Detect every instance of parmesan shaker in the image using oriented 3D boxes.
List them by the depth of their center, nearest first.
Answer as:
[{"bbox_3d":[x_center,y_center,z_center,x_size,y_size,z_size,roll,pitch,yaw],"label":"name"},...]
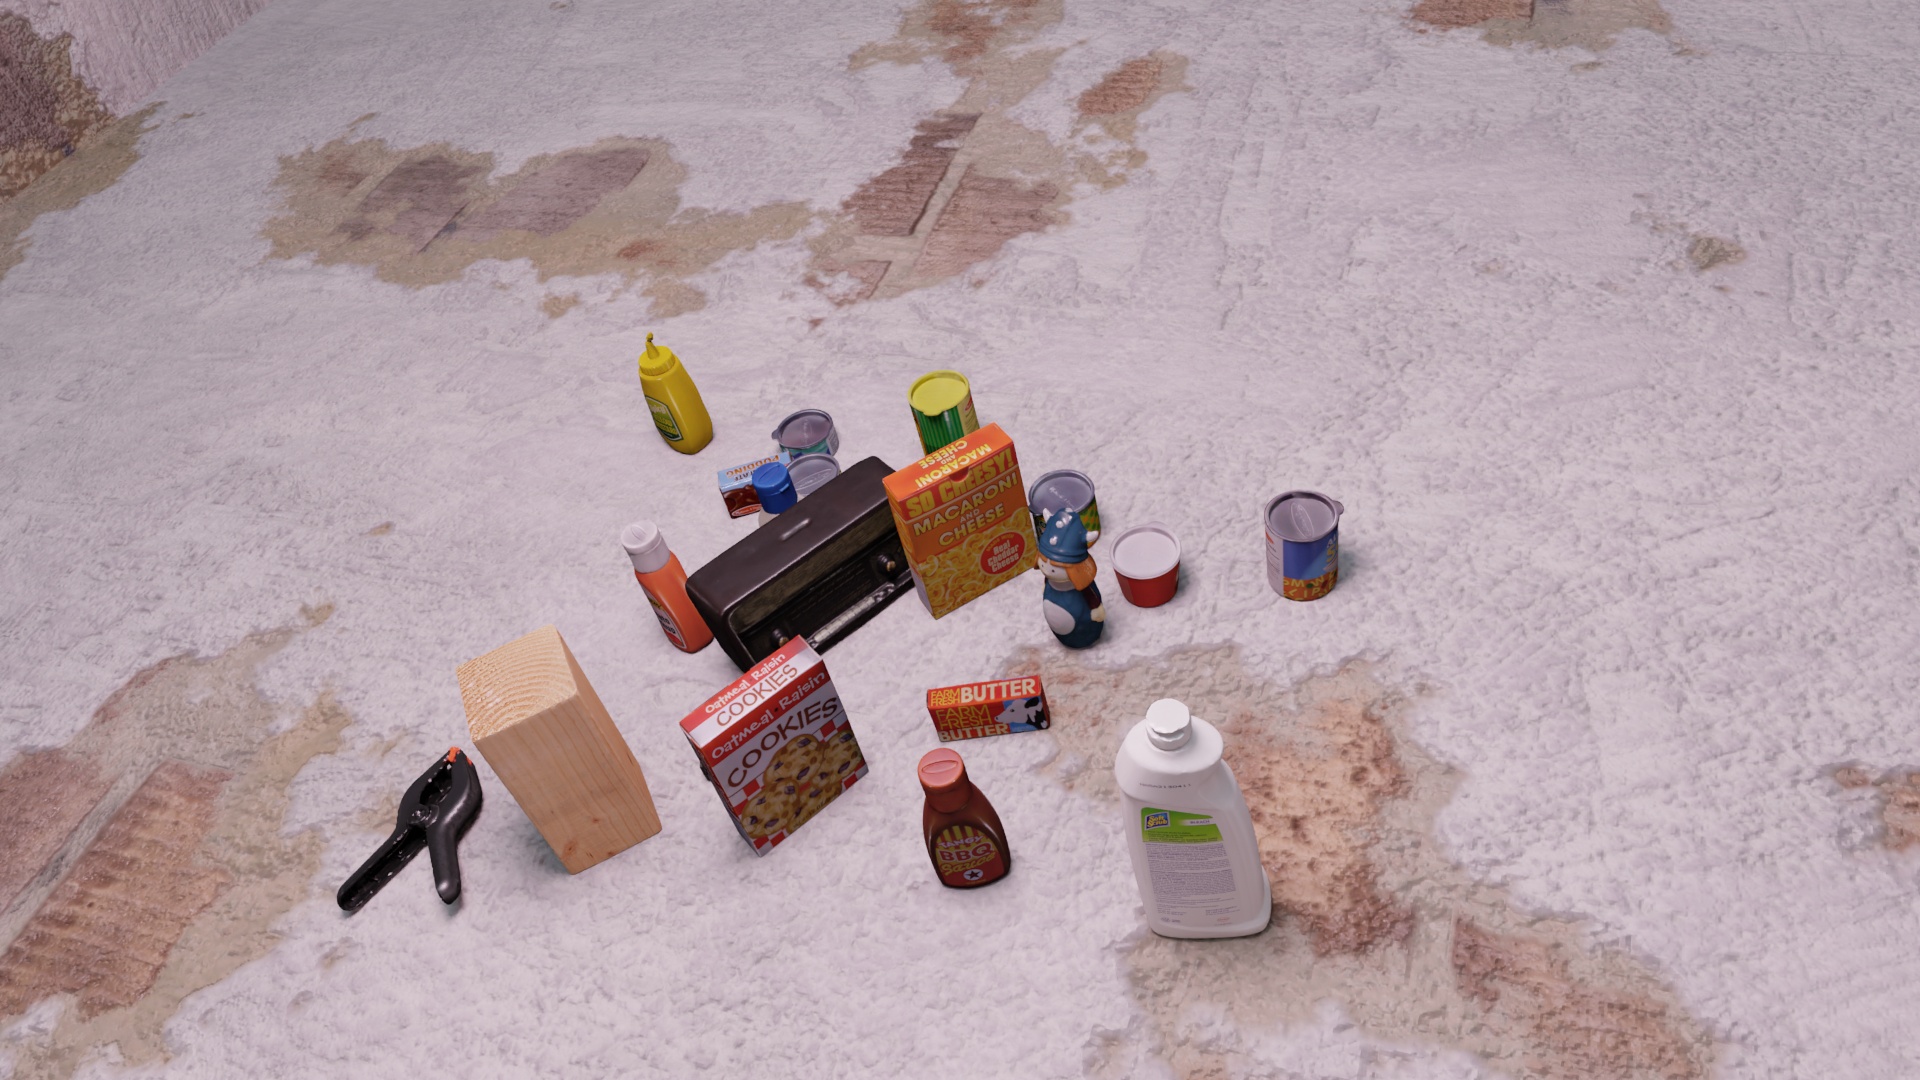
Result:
[{"bbox_3d":[-0.014,-0.119,1.473,0.071,0.102,0.072,-8,45,8],"label":"parmesan shaker"}]

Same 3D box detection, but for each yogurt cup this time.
[{"bbox_3d":[0.177,0.026,1.316,0.072,0.053,0.073,-7,45,8],"label":"yogurt cup"}]

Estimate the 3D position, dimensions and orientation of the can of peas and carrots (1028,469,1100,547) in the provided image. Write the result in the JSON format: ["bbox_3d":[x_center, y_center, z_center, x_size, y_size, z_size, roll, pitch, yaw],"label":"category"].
[{"bbox_3d":[0.102,-0.026,1.384,0.071,0.058,0.071,-7,45,8],"label":"can of peas and carrots"}]

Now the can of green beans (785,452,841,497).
[{"bbox_3d":[-0.153,-0.050,1.474,0.071,0.057,0.071,-7,45,8],"label":"can of green beans"}]

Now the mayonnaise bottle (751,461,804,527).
[{"bbox_3d":[-0.169,-0.014,1.379,0.041,0.147,0.065,27,58,34],"label":"mayonnaise bottle"}]

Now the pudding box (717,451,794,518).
[{"bbox_3d":[-0.217,-0.060,1.506,0.084,0.049,0.030,-17,45,-2],"label":"pudding box"}]

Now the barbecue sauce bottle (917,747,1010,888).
[{"bbox_3d":[-0.002,0.221,1.106,0.065,0.147,0.044,-12,45,4],"label":"barbecue sauce bottle"}]

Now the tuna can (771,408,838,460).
[{"bbox_3d":[-0.174,-0.114,1.559,0.071,0.032,0.071,-7,45,8],"label":"tuna can"}]

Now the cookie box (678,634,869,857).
[{"bbox_3d":[-0.154,0.175,1.177,0.123,0.166,0.040,-37,49,-20],"label":"cookie box"}]

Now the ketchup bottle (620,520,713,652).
[{"bbox_3d":[-0.288,0.043,1.354,0.044,0.148,0.065,-37,49,-21],"label":"ketchup bottle"}]

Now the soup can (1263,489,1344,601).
[{"bbox_3d":[0.317,0.005,1.280,0.071,0.083,0.072,-7,45,8],"label":"soup can"}]

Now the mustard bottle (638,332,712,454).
[{"bbox_3d":[-0.329,-0.170,1.564,0.065,0.159,0.049,22,56,31],"label":"mustard bottle"}]

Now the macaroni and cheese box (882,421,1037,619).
[{"bbox_3d":[0.005,-0.017,1.323,0.124,0.165,0.040,-28,46,-13],"label":"macaroni and cheese box"}]

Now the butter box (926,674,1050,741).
[{"bbox_3d":[0.025,0.150,1.236,0.103,0.053,0.024,-8,45,7],"label":"butter box"}]
